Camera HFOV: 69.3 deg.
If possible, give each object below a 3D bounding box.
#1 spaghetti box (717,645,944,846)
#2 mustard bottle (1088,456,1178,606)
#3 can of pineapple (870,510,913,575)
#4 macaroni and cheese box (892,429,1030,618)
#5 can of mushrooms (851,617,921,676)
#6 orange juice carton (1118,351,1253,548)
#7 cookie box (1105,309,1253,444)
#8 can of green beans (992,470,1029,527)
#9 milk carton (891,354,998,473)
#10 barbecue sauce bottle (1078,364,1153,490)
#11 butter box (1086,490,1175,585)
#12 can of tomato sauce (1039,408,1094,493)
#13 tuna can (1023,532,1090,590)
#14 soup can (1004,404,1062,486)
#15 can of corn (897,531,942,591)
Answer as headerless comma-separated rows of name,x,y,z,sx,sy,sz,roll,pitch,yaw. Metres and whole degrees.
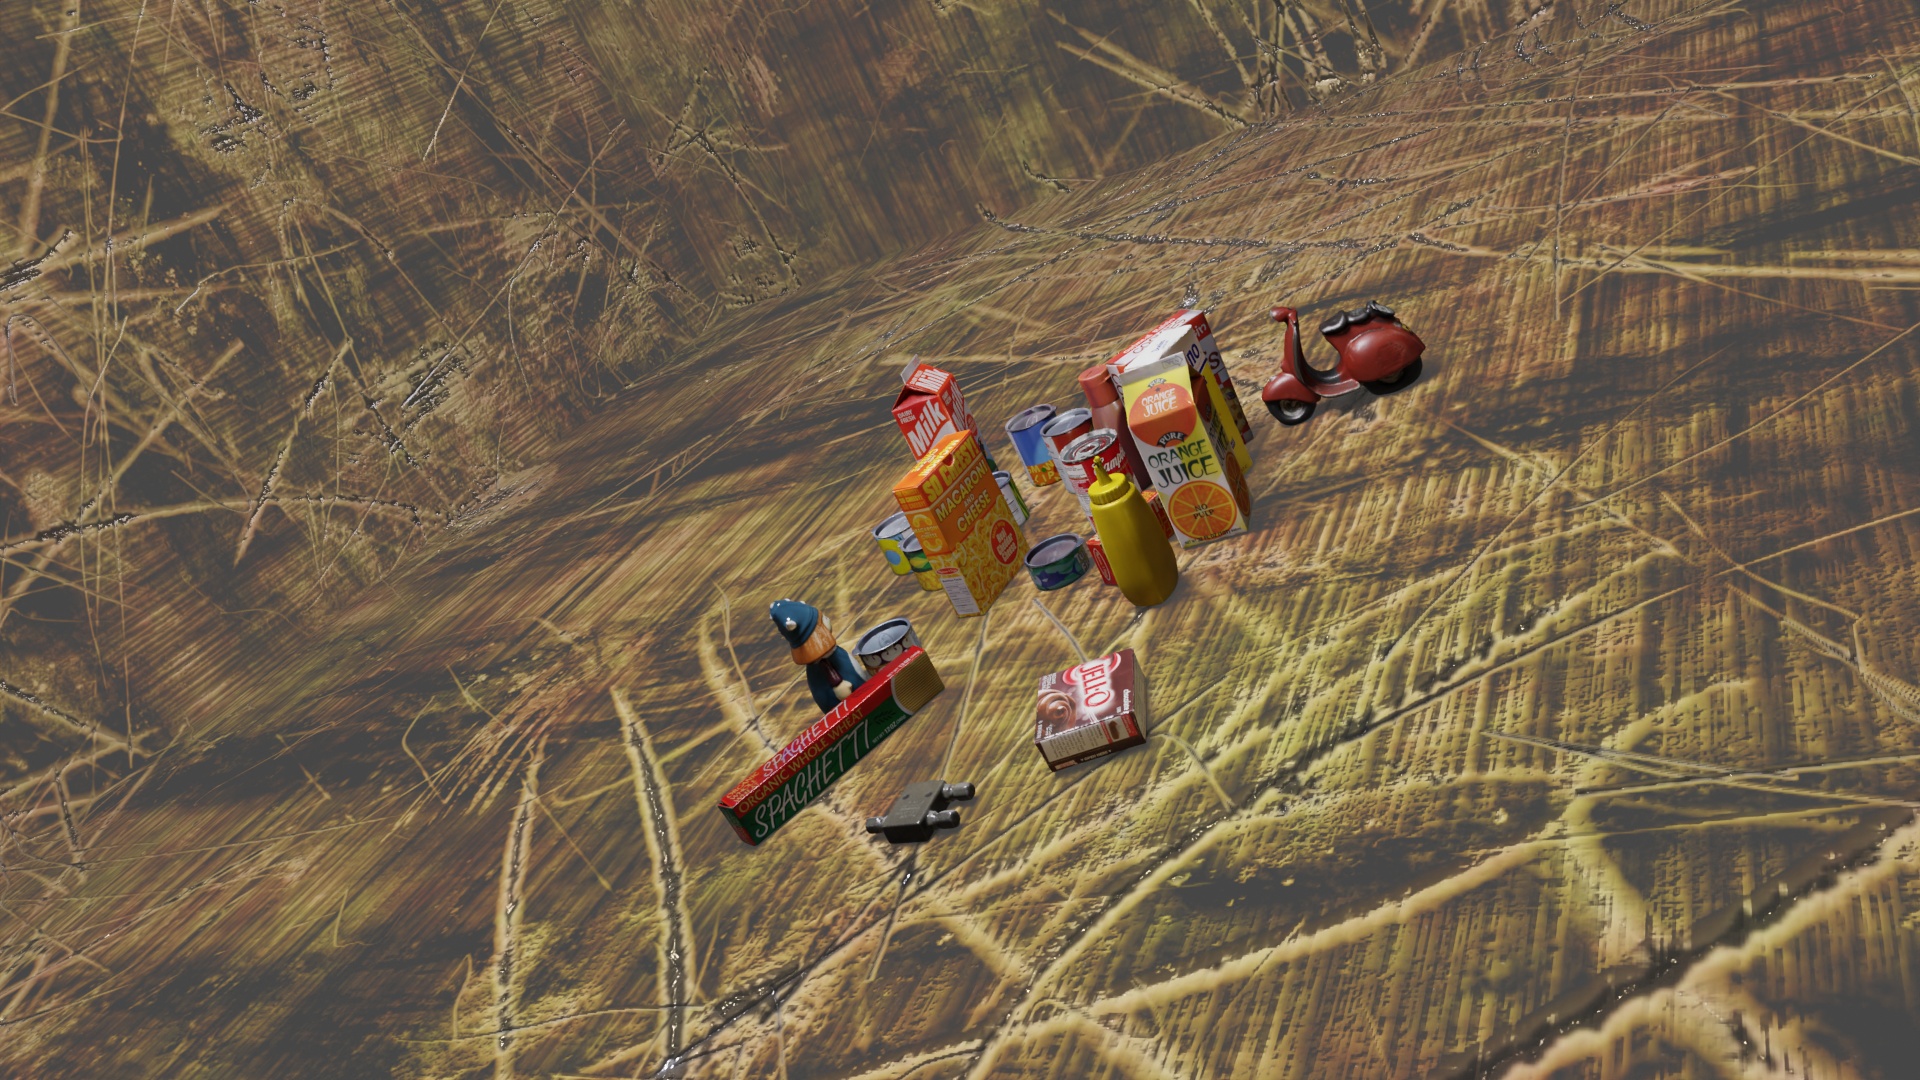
spaghetti box,-0.119,0.194,1.330,0.251,0.050,0.028,-38,24,-27
mustard bottle,0.159,-0.014,1.336,0.048,0.159,0.066,-11,26,36
can of pineapple,-0.066,0.002,1.701,0.071,0.057,0.071,-23,21,10
macaroni and cheese box,0.005,-0.019,1.516,0.040,0.166,0.124,-10,27,38
can of mushrooms,-0.079,0.116,1.486,0.071,0.033,0.071,-23,22,10
orange juice carton,0.226,-0.095,1.399,0.071,0.192,0.073,-17,23,25
cookie box,0.246,-0.155,1.551,0.123,0.167,0.040,-36,23,-22
can of green beans,0.043,-0.043,1.677,0.071,0.057,0.071,-23,21,10
milk carton,-0.027,-0.147,1.814,0.073,0.190,0.073,-17,23,24
barbecue sauce bottle,0.180,-0.129,1.591,0.043,0.148,0.065,-4,31,46
butter box,0.178,-0.003,1.437,0.104,0.053,0.024,-40,24,-30
can of tomato sauce,0.144,-0.109,1.676,0.071,0.083,0.071,-23,21,10
tuna can,0.106,0.022,1.489,0.071,0.032,0.071,-23,22,10
soup can,0.105,-0.120,1.748,0.071,0.083,0.071,-23,21,10
can of corn,-0.031,0.019,1.620,0.071,0.058,0.071,-23,21,10
